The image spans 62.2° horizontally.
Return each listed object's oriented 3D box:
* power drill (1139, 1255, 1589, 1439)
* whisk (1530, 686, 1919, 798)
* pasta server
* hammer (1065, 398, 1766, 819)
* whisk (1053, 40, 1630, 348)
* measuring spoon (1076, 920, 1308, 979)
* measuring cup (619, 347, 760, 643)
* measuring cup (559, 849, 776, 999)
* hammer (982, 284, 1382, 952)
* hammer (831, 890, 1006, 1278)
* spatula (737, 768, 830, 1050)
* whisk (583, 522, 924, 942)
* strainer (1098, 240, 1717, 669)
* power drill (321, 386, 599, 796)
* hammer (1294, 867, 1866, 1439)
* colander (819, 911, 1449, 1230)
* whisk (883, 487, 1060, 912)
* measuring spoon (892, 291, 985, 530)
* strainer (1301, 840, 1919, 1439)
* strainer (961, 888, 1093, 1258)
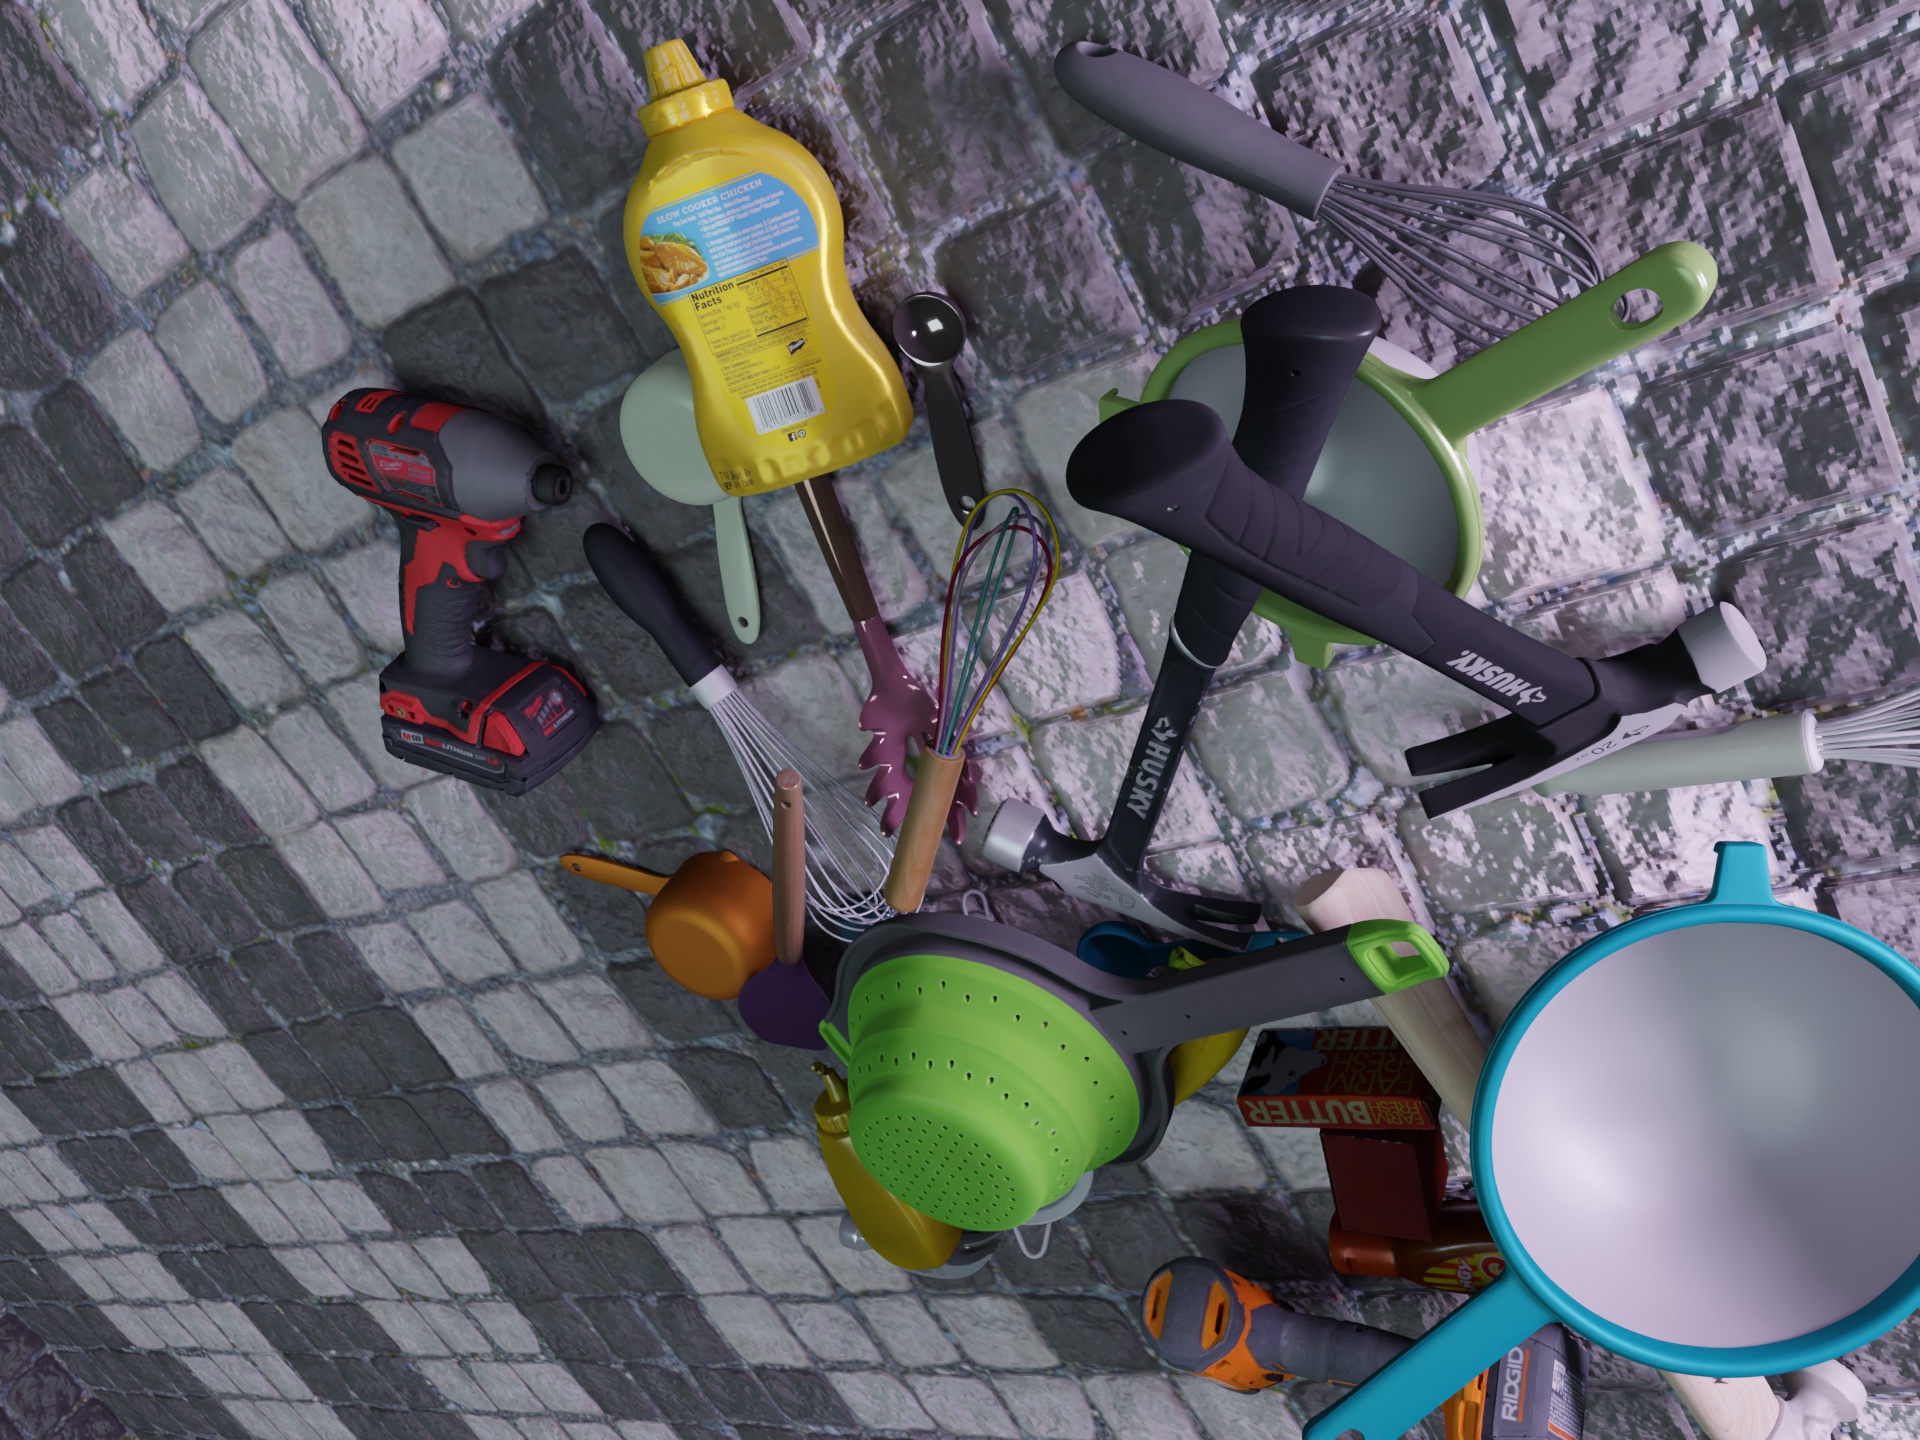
[{"bbox_3d":[0.236,0.371,0.918,0.226,0.084,0.164,1,153,32],"label":"power drill"},{"bbox_3d":[0.350,0.007,0.637,0.246,0.057,0.059,-10,83,37],"label":"whisk"},{"bbox_3d":[-0.059,-0.074,0.804,0.060,0.040,0.316,-13,115,15],"label":"pasta server"},{"bbox_3d":[0.157,-0.036,0.572,0.334,0.035,0.146,18,139,-42],"label":"hammer"},{"bbox_3d":[0.139,-0.202,0.600,0.239,0.055,0.055,31,132,12],"label":"whisk"},{"bbox_3d":[0.125,0.118,0.860,0.128,0.021,0.042,-8,129,23],"label":"measuring spoon"},{"bbox_3d":[-0.130,-0.106,0.817,0.083,0.038,0.167,9,124,23],"label":"measuring cup"},{"bbox_3d":[-0.193,0.123,1.009,0.174,0.052,0.095,13,128,18],"label":"measuring cup"},{"bbox_3d":[0.103,-0.020,0.691,0.149,0.036,0.408,25,146,10],"label":"hammer"},{"bbox_3d":[-0.040,0.244,1.026,0.128,0.033,0.330,9,126,24],"label":"hammer"},{"bbox_3d":[-0.099,0.120,0.902,0.060,0.018,0.315,10,144,0],"label":"spatula"},{"bbox_3d":[-0.117,0.006,0.886,0.070,0.070,0.284,-29,100,40],"label":"whisk"},{"bbox_3d":[0.174,-0.120,0.592,0.151,0.069,0.256,48,149,-9],"label":"strainer"},{"bbox_3d":[-0.274,-0.073,0.900,0.143,0.078,0.219,15,126,19],"label":"power drill"},{"bbox_3d":[0.295,0.244,0.787,0.410,0.146,0.038,51,152,-6],"label":"hammer"},{"bbox_3d":[0.062,0.182,0.810,0.397,0.094,0.204,-25,113,41],"label":"colander"},{"bbox_3d":[0.000,-0.001,0.791,0.047,0.051,0.244,14,119,-5],"label":"whisk"},{"bbox_3d":[-0.004,-0.144,0.742,0.034,0.018,0.124,3,131,19],"label":"measuring spoon"},{"bbox_3d":[0.284,0.217,0.726,0.340,0.095,0.211,-44,91,12],"label":"strainer"},{"bbox_3d":[0.029,0.211,0.961,0.087,0.050,0.258,-5,115,11],"label":"strainer"}]
